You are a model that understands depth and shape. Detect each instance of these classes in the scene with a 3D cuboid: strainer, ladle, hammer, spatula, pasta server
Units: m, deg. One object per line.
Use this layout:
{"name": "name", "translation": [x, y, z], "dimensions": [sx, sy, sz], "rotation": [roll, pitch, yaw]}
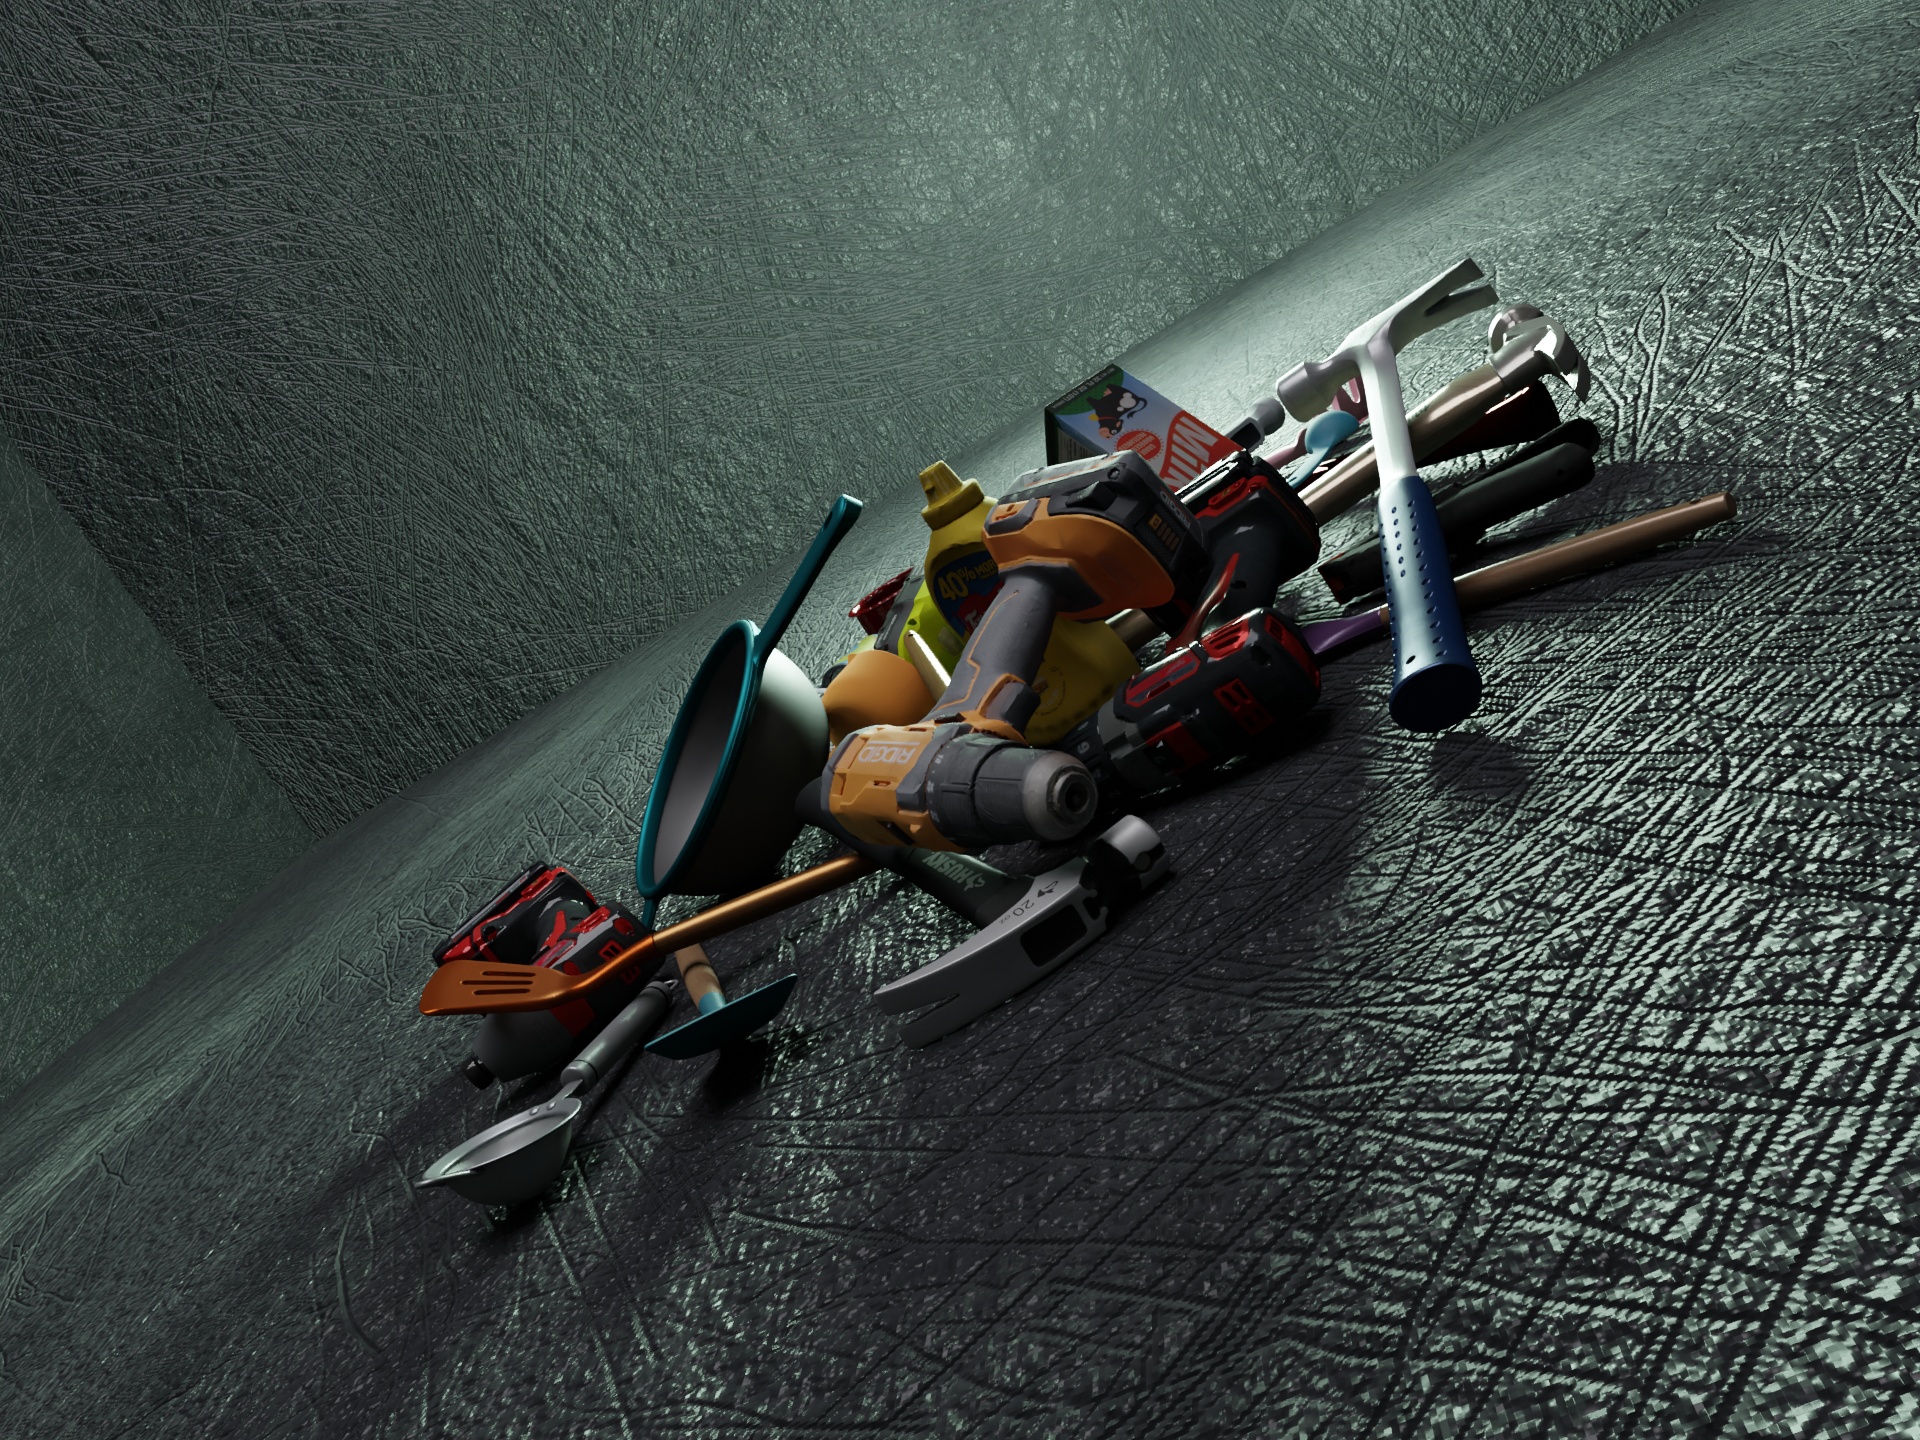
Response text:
{"name": "strainer", "translation": [-0.216, 0.206, 0.892], "dimensions": [0.087, 0.050, 0.258], "rotation": [-20, 11, 22]}
{"name": "ladle", "translation": [-0.002, -0.003, 1.041], "dimensions": [0.069, 0.031, 0.316], "rotation": [-17, 25, -7]}
{"name": "hammer", "translation": [0.271, -0.174, 1.140], "dimensions": [0.149, 0.036, 0.359], "rotation": [-39, 14, -26]}
{"name": "spatula", "translation": [-0.152, 0.150, 0.934], "dimensions": [0.082, 0.044, 0.317], "rotation": [-25, 10, -13]}
{"name": "hammer", "translation": [-0.028, 0.077, 0.861], "dimensions": [0.146, 0.035, 0.335], "rotation": [-36, 20, -15]}
{"name": "spatula", "translation": [-0.165, 0.119, 0.965], "dimensions": [0.322, 0.041, 0.081], "rotation": [-22, 15, -2]}
{"name": "hammer", "translation": [0.127, -0.167, 1.355], "dimensions": [0.331, 0.033, 0.128], "rotation": [-29, 10, 47]}
{"name": "strainer", "translation": [-0.122, -0.006, 1.115], "dimensions": [0.340, 0.095, 0.211], "rotation": [-56, 24, 29]}
{"name": "hammer", "translation": [0.201, -0.117, 1.010], "dimensions": [0.410, 0.038, 0.146], "rotation": [-35, 15, 21]}
{"name": "hammer", "translation": [0.241, -0.132, 0.857], "dimensions": [0.144, 0.035, 0.406], "rotation": [-33, 25, 29]}
{"name": "pasta server", "translation": [0.218, -0.199, 1.349], "dimensions": [0.316, 0.040, 0.060], "rotation": [-31, 3, 11]}
{"name": "spatula", "translation": [0.247, -0.062, 0.835], "dimensions": [0.316, 0.018, 0.060], "rotation": [-20, 18, 46]}

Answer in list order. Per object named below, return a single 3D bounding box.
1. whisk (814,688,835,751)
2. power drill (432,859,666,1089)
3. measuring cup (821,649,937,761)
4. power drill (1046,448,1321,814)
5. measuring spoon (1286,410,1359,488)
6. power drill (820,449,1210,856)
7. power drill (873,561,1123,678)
{"name": "whisk", "translation": [-0.051, -0.005, 1.244], "dimensions": [0.284, 0.070, 0.070], "rotation": [-10, 25, 48]}
{"name": "power drill", "translation": [-0.290, 0.175, 1.091], "dimensions": [0.143, 0.078, 0.220], "rotation": [-43, 19, -16]}
{"name": "measuring cup", "translation": [-0.079, 0.016, 1.205], "dimensions": [0.052, 0.095, 0.173], "rotation": [-50, 3, -38]}
{"name": "power drill", "translation": [0.116, -0.038, 0.891], "dimensions": [0.188, 0.080, 0.227], "rotation": [-33, 22, 32]}
{"name": "measuring spoon", "translation": [0.249, -0.194, 1.134], "dimensions": [0.042, 0.021, 0.129], "rotation": [-23, 15, 39]}
{"name": "power drill", "translation": [0.040, -0.029, 0.807], "dimensions": [0.185, 0.084, 0.226], "rotation": [1, 53, 56]}
{"name": "power drill", "translation": [0.042, -0.087, 1.237], "dimensions": [0.228, 0.080, 0.191], "rotation": [-19, 36, 43]}
